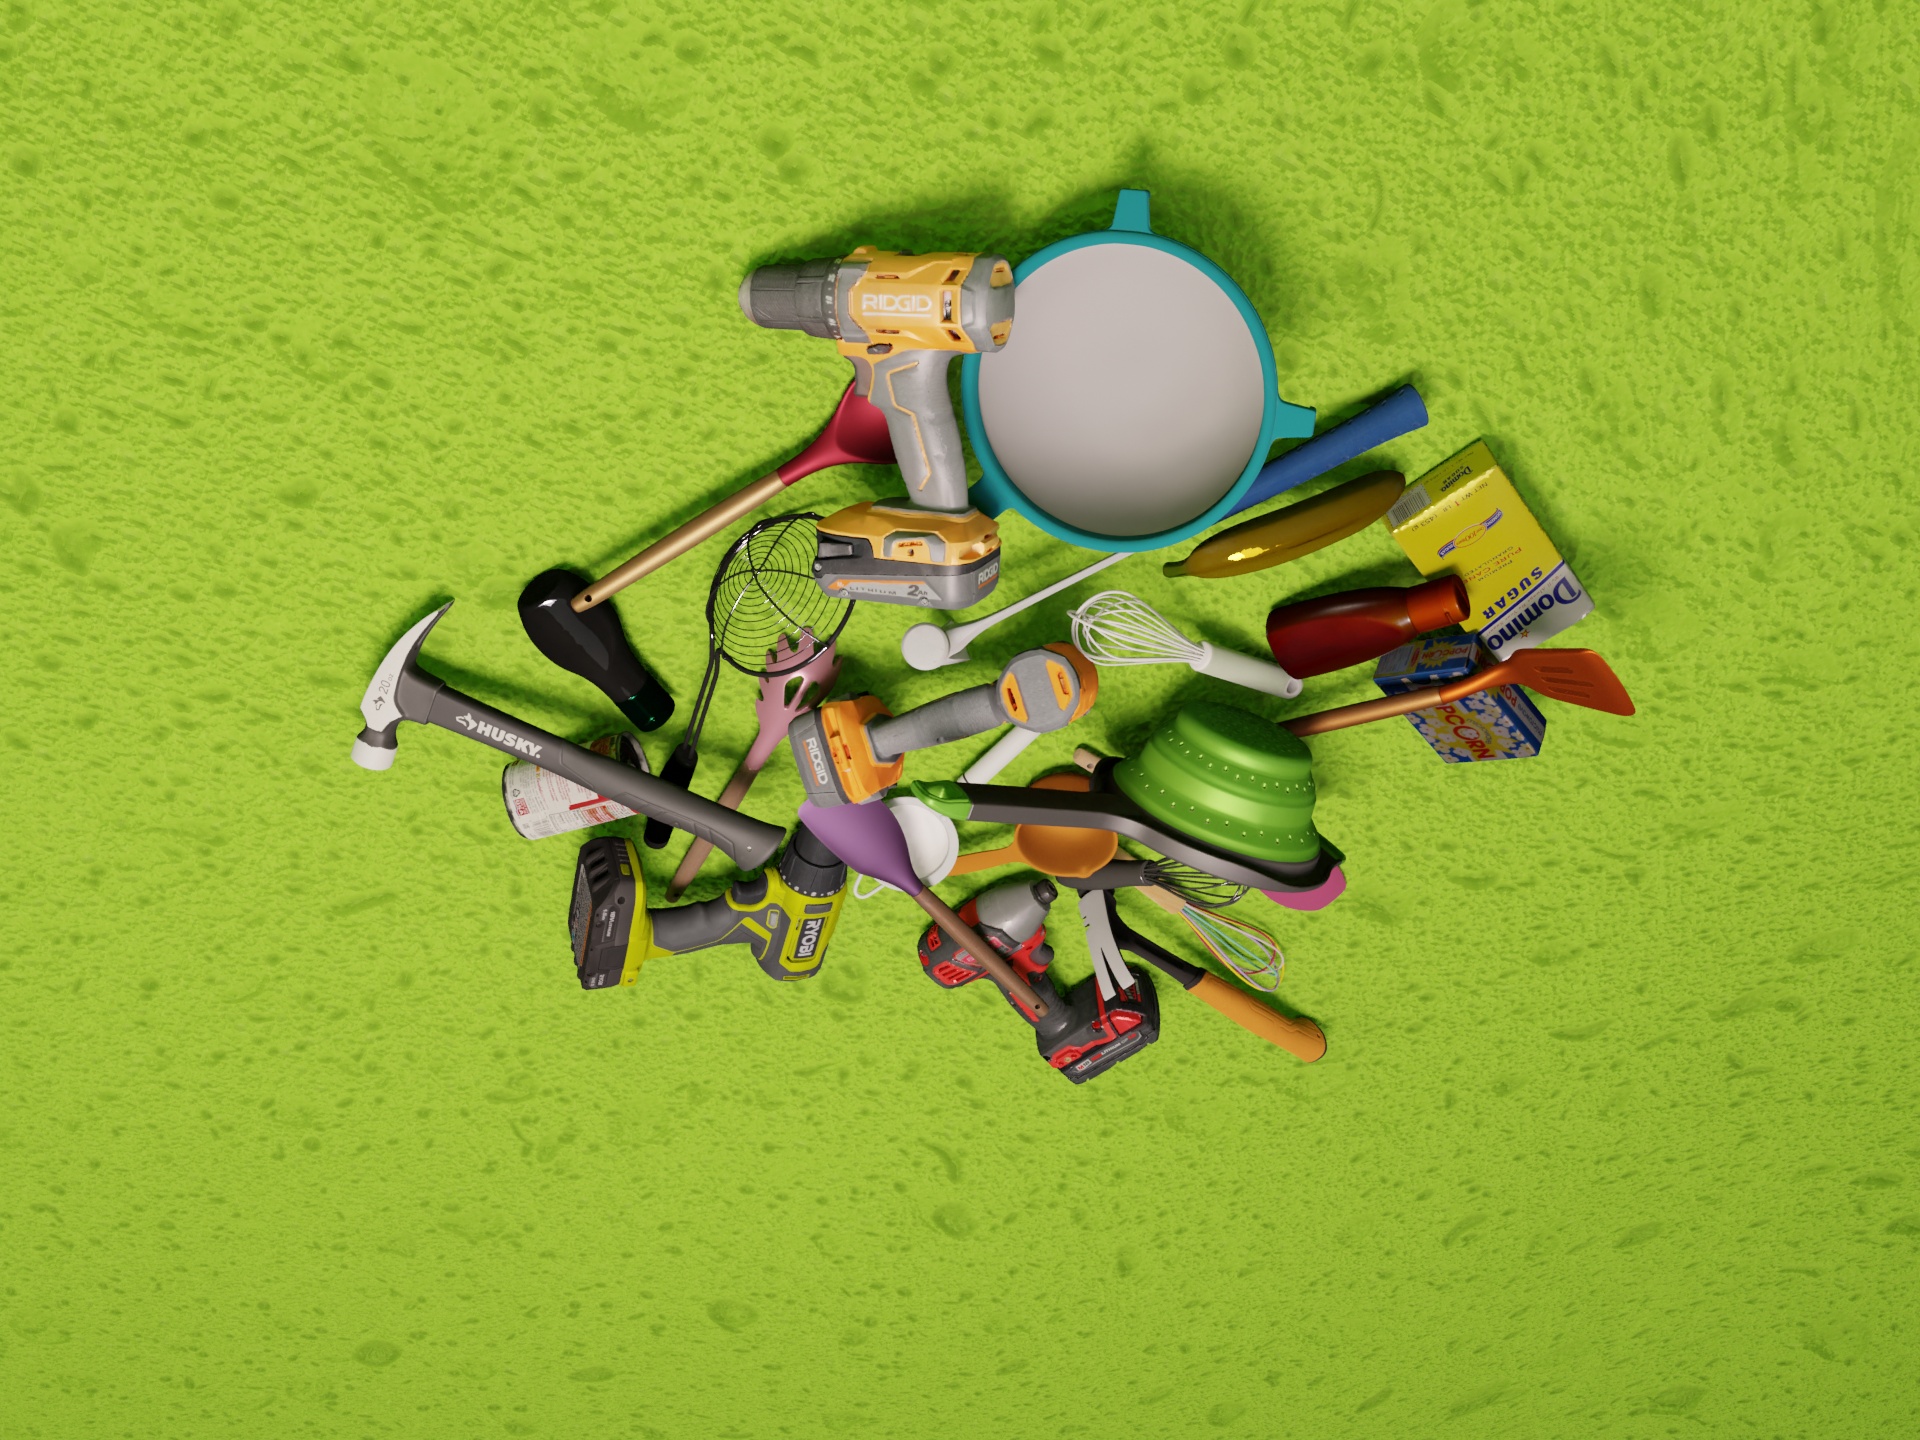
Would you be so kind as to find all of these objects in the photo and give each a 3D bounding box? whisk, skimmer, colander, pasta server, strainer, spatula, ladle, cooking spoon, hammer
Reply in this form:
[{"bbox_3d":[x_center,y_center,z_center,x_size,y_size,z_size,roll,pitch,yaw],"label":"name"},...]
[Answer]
[{"bbox_3d":[0.157,0.131,1.335,0.055,0.055,0.239,34,157,-28],"label":"whisk"},{"bbox_3d":[-0.175,-0.012,1.247,0.090,0.127,0.363,-8,146,-30],"label":"skimmer"},{"bbox_3d":[0.145,0.039,1.216,0.396,0.205,0.094,6,112,-34],"label":"colander"},{"bbox_3d":[-0.183,0.048,1.326,0.060,0.040,0.316,20,128,-20],"label":"pasta server"},{"bbox_3d":[0.069,-0.194,1.103,0.340,0.095,0.211,-36,97,30],"label":"strainer"},{"bbox_3d":[-0.020,0.159,1.362,0.060,0.018,0.315,-42,117,1],"label":"spatula"},{"bbox_3d":[-0.149,-0.159,1.137,0.315,0.031,0.069,-29,99,11],"label":"ladle"},{"bbox_3d":[0.353,-0.008,1.241,0.322,0.041,0.081,-15,134,38],"label":"spatula"},{"bbox_3d":[0.222,0.098,1.404,0.318,0.017,0.068,29,120,-26],"label":"cooking spoon"},{"bbox_3d":[0.147,-0.137,1.165,0.405,0.144,0.035,-26,90,6],"label":"hammer"},{"bbox_3d":[-0.292,0.029,1.225,0.334,0.035,0.146,24,109,-5],"label":"hammer"},{"bbox_3d":[0.180,-0.052,1.237,0.246,0.059,0.058,14,104,-36],"label":"whisk"},{"bbox_3d":[0.002,0.059,1.340,0.087,0.050,0.258,43,110,-11],"label":"strainer"},{"bbox_3d":[0.236,0.255,1.481,0.336,0.127,0.034,32,121,-33],"label":"hammer"},{"bbox_3d":[0.214,0.176,1.458,0.244,0.051,0.047,37,92,-24],"label":"whisk"}]

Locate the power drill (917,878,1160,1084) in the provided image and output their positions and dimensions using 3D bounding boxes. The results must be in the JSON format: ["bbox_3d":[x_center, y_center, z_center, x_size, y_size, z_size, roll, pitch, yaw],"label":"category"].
[{"bbox_3d":[0.081,0.232,1.466,0.143,0.079,0.219,-36,120,22],"label":"power drill"}]

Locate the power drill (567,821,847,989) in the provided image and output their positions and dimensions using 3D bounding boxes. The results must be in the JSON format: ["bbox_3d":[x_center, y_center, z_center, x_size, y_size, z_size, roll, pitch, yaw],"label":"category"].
[{"bbox_3d":[-0.205,0.148,1.346,0.228,0.080,0.190,-2,132,-25],"label":"power drill"}]

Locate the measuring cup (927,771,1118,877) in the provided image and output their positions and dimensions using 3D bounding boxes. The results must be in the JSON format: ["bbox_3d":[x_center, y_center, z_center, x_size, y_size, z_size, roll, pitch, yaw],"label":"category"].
[{"bbox_3d":[0.053,0.096,1.371,0.173,0.052,0.095,-15,128,21],"label":"measuring cup"}]

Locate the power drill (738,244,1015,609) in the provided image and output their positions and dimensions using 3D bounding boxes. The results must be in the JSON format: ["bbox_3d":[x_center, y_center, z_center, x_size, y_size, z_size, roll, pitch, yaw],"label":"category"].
[{"bbox_3d":[-0.058,-0.197,1.053,0.185,0.084,0.226,8,112,21],"label":"power drill"}]

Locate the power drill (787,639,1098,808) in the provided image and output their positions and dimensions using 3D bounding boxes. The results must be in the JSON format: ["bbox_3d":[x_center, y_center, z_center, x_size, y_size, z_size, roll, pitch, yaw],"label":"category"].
[{"bbox_3d":[-0.002,-0.004,1.233,0.226,0.164,0.084,-17,91,15],"label":"power drill"}]
